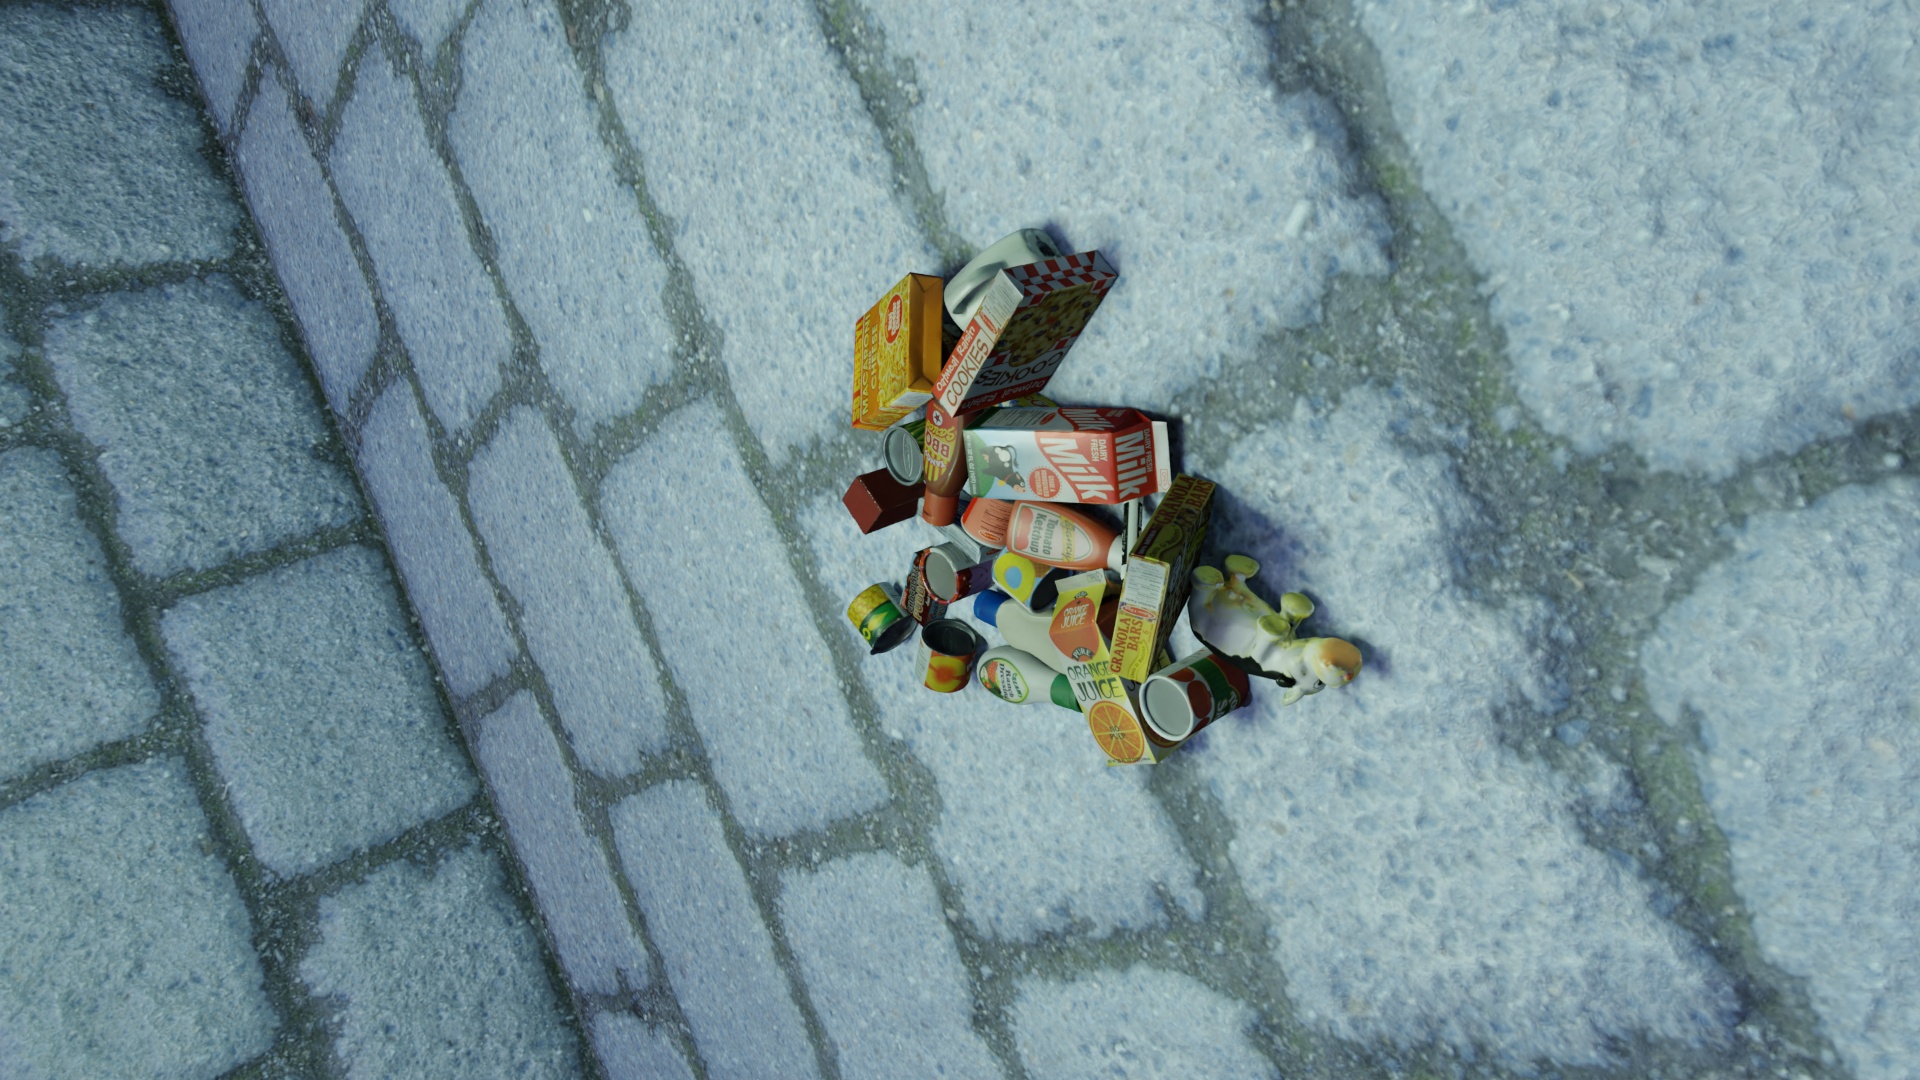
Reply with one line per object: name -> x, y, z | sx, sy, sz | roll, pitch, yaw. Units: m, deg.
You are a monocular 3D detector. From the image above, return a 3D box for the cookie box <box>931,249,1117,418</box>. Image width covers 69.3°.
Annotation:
cookie box -> 0.057, -0.194, 1.307 | 0.040, 0.123, 0.166 | 54, 139, 19

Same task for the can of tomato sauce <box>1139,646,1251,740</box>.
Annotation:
can of tomato sauce -> 0.219, 0.144, 1.299 | 0.071, 0.083, 0.071 | 24, 123, 42

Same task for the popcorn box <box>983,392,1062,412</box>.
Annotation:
popcorn box -> 0.049, -0.116, 1.419 | 0.127, 0.038, 0.084 | 34, 129, 36

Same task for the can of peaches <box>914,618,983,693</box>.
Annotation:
can of peaches -> -0.014, 0.132, 1.584 | 0.071, 0.071, 0.057 | 38, 132, 33

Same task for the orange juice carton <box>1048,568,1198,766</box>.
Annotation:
orange juice carton -> 0.153, 0.120, 1.362 | 0.071, 0.073, 0.192 | -17, 99, 51

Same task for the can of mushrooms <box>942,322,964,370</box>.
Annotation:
can of mushrooms -> -0.020, -0.196, 1.468 | 0.071, 0.033, 0.070 | 23, 122, 43

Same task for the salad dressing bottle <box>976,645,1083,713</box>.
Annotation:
salad dressing bottle -> 0.082, 0.152, 1.495 | 0.147, 0.044, 0.064 | 11, 116, 47

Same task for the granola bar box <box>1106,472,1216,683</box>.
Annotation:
granola bar box -> 0.180, 0.031, 1.232 | 0.039, 0.166, 0.123 | 17, 123, 16

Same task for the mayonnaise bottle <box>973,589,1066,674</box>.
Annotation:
mayonnaise bottle -> 0.076, 0.091, 1.479 | 0.148, 0.041, 0.064 | 24, 122, 43

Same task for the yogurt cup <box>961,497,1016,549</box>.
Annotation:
yogurt cup -> 0.040, -0.031, 1.449 | 0.072, 0.072, 0.053 | 41, 126, 30

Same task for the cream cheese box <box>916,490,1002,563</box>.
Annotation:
cream cheese box -> 0.005, -0.019, 1.502 | 0.104, 0.053, 0.024 | 39, 135, 32

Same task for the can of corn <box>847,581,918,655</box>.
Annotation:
can of corn -> -0.095, 0.093, 1.656 | 0.058, 0.071, 0.070 | 50, 138, 23

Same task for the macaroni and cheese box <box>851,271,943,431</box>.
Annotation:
macaroni and cheese box -> -0.067, -0.192, 1.448 | 0.166, 0.040, 0.124 | 158, 116, -65

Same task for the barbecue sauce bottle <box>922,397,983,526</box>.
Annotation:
barbecue sauce bottle -> -0.013, -0.085, 1.438 | 0.065, 0.044, 0.147 | 40, 134, 39

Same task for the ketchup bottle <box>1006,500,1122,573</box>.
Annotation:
ketchup bottle -> 0.120, 0.002, 1.363 | 0.149, 0.043, 0.064 | 18, 104, 27

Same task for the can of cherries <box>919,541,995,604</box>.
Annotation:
can of cherries -> -0.003, 0.034, 1.531 | 0.071, 0.058, 0.071 | 23, 122, 42

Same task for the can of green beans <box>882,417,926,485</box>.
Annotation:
can of green beans -> -0.043, -0.099, 1.518 | 0.071, 0.058, 0.071 | 23, 123, 42

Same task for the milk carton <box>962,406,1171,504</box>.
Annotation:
milk carton -> 0.105, -0.081, 1.311 | 0.190, 0.074, 0.072 | 3, 114, 25

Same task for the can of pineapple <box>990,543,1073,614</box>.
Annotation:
can of pineapple -> 0.075, 0.032, 1.433 | 0.058, 0.071, 0.070 | 40, 133, 31

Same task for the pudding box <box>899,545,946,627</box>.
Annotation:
pudding box -> -0.038, 0.054, 1.603 | 0.050, 0.030, 0.083 | 44, 135, 30
